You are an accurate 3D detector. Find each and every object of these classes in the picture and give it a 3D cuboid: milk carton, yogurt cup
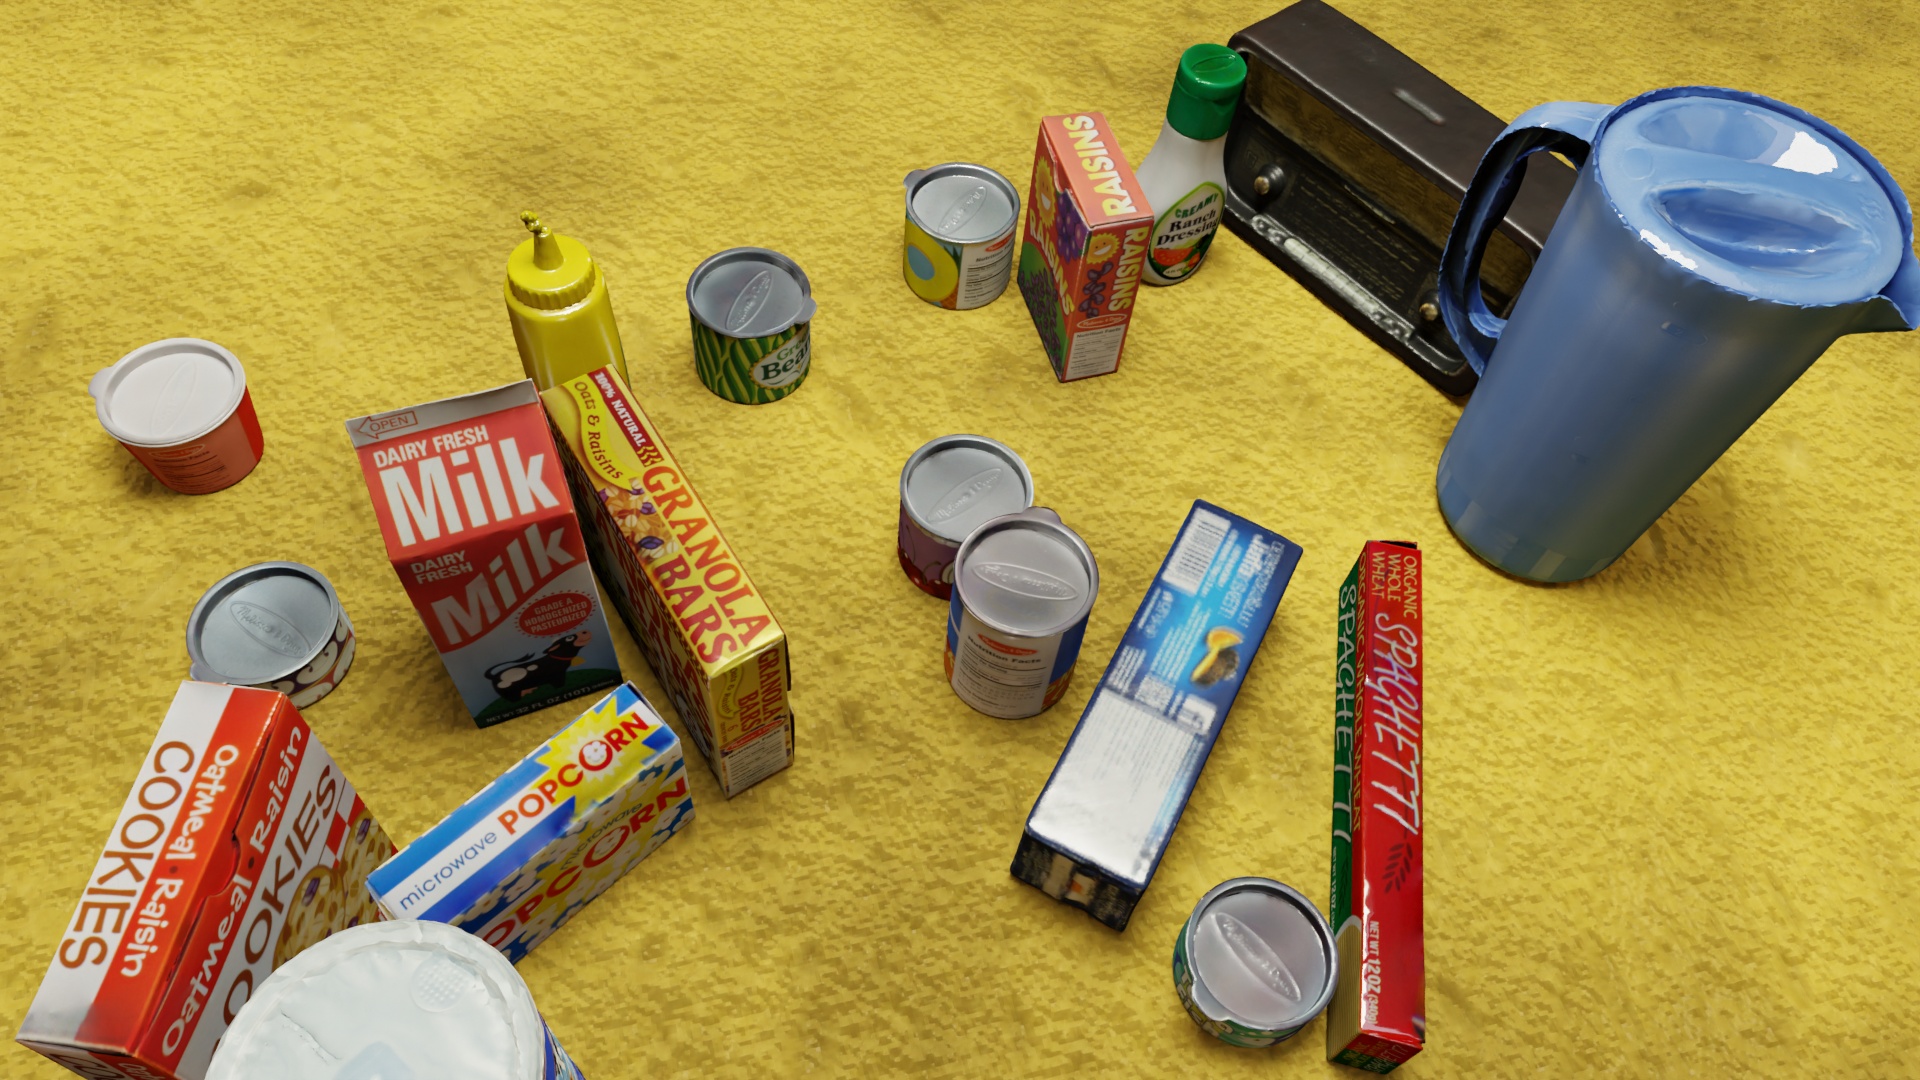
[{"bbox_3d":[-0.201,0.000,0.598,0.072,0.189,0.074,-17,60,-15],"label":"milk carton"},{"bbox_3d":[-0.390,-0.060,0.703,0.072,0.053,0.073,2,56,-4],"label":"yogurt cup"}]

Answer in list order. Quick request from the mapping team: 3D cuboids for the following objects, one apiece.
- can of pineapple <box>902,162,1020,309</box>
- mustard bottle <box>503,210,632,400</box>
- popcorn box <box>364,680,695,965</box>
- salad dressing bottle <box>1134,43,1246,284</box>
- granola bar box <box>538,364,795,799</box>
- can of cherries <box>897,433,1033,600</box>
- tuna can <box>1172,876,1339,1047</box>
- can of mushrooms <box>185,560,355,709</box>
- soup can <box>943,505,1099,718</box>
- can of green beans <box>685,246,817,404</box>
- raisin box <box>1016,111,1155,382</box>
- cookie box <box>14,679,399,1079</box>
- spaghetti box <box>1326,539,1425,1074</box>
[{"bbox_3d":[-0.002,-0.180,0.817,0.071,0.057,0.071,2,56,-4],"label":"can of pineapple"},{"bbox_3d":[-0.194,-0.101,0.685,0.049,0.159,0.065,-23,61,-19],"label":"mustard bottle"},{"bbox_3d":[-0.173,0.126,0.579,0.038,0.084,0.127,41,62,20],"label":"popcorn box"},{"bbox_3d":[0.128,-0.213,0.797,0.064,0.147,0.044,-21,61,-18],"label":"salad dressing bottle"},{"bbox_3d":[-0.131,0.019,0.631,0.039,0.123,0.166,-26,62,-21],"label":"granola bar box"},{"bbox_3d":[0.003,-0.009,0.702,0.071,0.058,0.072,2,56,-4],"label":"can of cherries"},{"bbox_3d":[0.125,0.184,0.599,0.071,0.032,0.071,2,56,-4],"label":"tuna can"},{"bbox_3d":[-0.323,0.047,0.649,0.071,0.033,0.071,2,56,-4],"label":"can of mushrooms"},{"bbox_3d":[0.028,0.035,0.659,0.071,0.083,0.072,2,56,-4],"label":"soup can"},{"bbox_3d":[-0.115,-0.118,0.764,0.071,0.057,0.071,2,56,-4],"label":"can of green beans"},{"bbox_3d":[0.066,-0.161,0.771,0.040,0.122,0.086,-11,58,-12],"label":"raisin box"},{"bbox_3d":[-0.260,0.144,0.509,0.040,0.166,0.123,7,56,-1],"label":"cookie box"},{"bbox_3d":[0.193,0.112,0.643,0.029,0.050,0.251,11,56,2],"label":"spaghetti box"}]
